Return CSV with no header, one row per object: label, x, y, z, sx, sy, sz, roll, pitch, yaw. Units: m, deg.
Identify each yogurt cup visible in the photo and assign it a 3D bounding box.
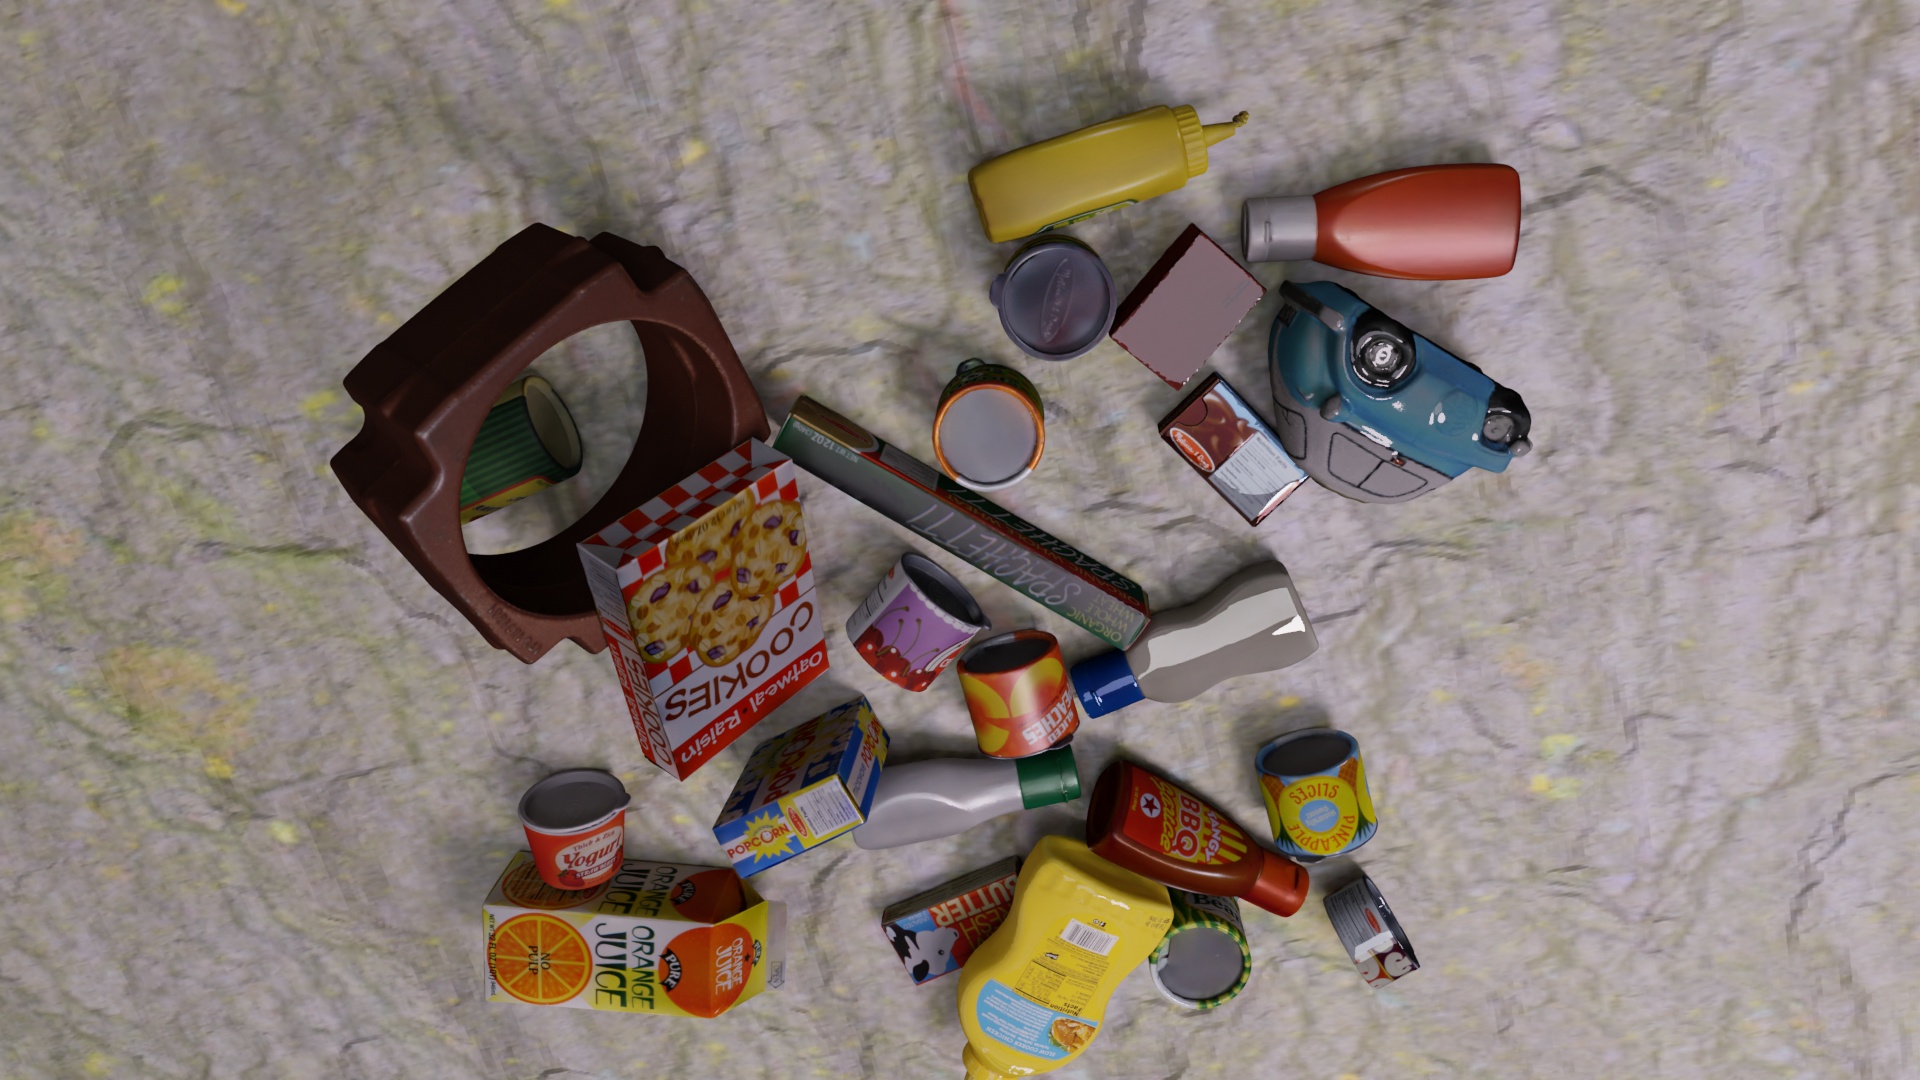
yogurt cup,-0.251,0.190,0.907,0.072,0.073,0.053,1,115,2

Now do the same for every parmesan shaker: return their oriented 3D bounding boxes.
parmesan shaker,-0.289,-0.048,0.833,0.103,0.071,0.071,-22,104,9

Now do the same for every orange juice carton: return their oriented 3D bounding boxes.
orange juice carton,-0.210,0.262,0.921,0.193,0.073,0.071,4,107,1

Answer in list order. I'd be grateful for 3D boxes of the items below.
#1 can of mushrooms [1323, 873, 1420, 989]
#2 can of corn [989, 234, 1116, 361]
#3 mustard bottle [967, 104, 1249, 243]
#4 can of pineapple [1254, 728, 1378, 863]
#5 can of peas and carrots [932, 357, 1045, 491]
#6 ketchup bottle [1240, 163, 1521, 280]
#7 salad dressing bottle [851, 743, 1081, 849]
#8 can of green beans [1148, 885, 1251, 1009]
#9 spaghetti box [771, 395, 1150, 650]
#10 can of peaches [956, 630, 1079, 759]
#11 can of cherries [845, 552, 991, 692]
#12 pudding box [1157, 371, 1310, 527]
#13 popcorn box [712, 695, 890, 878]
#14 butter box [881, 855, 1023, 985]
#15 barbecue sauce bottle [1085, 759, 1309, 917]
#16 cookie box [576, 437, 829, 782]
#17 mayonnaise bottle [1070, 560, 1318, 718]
can of mushrooms,0.267,0.255,0.903,0.033,0.071,0.071,-33,103,12
can of corn,0.052,-0.141,0.798,0.071,0.058,0.071,1,107,2
mustard bottle,0.085,-0.209,0.775,0.160,0.065,0.048,-17,101,3
can of pineapple,0.223,0.159,0.873,0.071,0.071,0.057,-15,105,7
can of peas and carrots,0.016,-0.069,0.820,0.071,0.059,0.070,1,107,2
ketchup bottle,0.236,-0.178,0.786,0.149,0.044,0.064,-1,106,3
salad dressing bottle,0.002,0.162,0.895,0.148,0.044,0.064,-11,139,0
can of green beans,0.155,0.263,0.913,0.071,0.058,0.071,1,107,2
spaghetti box,0.003,-0.011,0.843,0.250,0.050,0.028,30,108,-6
can of peaches,0.037,0.095,0.862,0.071,0.071,0.058,-14,105,7
can of cherries,-0.026,0.052,0.854,0.071,0.072,0.058,39,105,-9
pudding box,0.164,-0.055,0.833,0.083,0.030,0.049,43,105,-10
popcorn box,-0.095,0.149,0.855,0.085,0.127,0.038,-27,101,10
butter box,0.004,0.256,0.935,0.103,0.024,0.053,-24,105,9
barbecue sauce bottle,0.154,0.198,0.894,0.148,0.065,0.043,27,139,-13
cookie box,-0.143,0.041,0.804,0.040,0.123,0.166,28,140,34
mayonnaise bottle,0.143,0.068,0.866,0.148,0.041,0.064,-23,103,10
